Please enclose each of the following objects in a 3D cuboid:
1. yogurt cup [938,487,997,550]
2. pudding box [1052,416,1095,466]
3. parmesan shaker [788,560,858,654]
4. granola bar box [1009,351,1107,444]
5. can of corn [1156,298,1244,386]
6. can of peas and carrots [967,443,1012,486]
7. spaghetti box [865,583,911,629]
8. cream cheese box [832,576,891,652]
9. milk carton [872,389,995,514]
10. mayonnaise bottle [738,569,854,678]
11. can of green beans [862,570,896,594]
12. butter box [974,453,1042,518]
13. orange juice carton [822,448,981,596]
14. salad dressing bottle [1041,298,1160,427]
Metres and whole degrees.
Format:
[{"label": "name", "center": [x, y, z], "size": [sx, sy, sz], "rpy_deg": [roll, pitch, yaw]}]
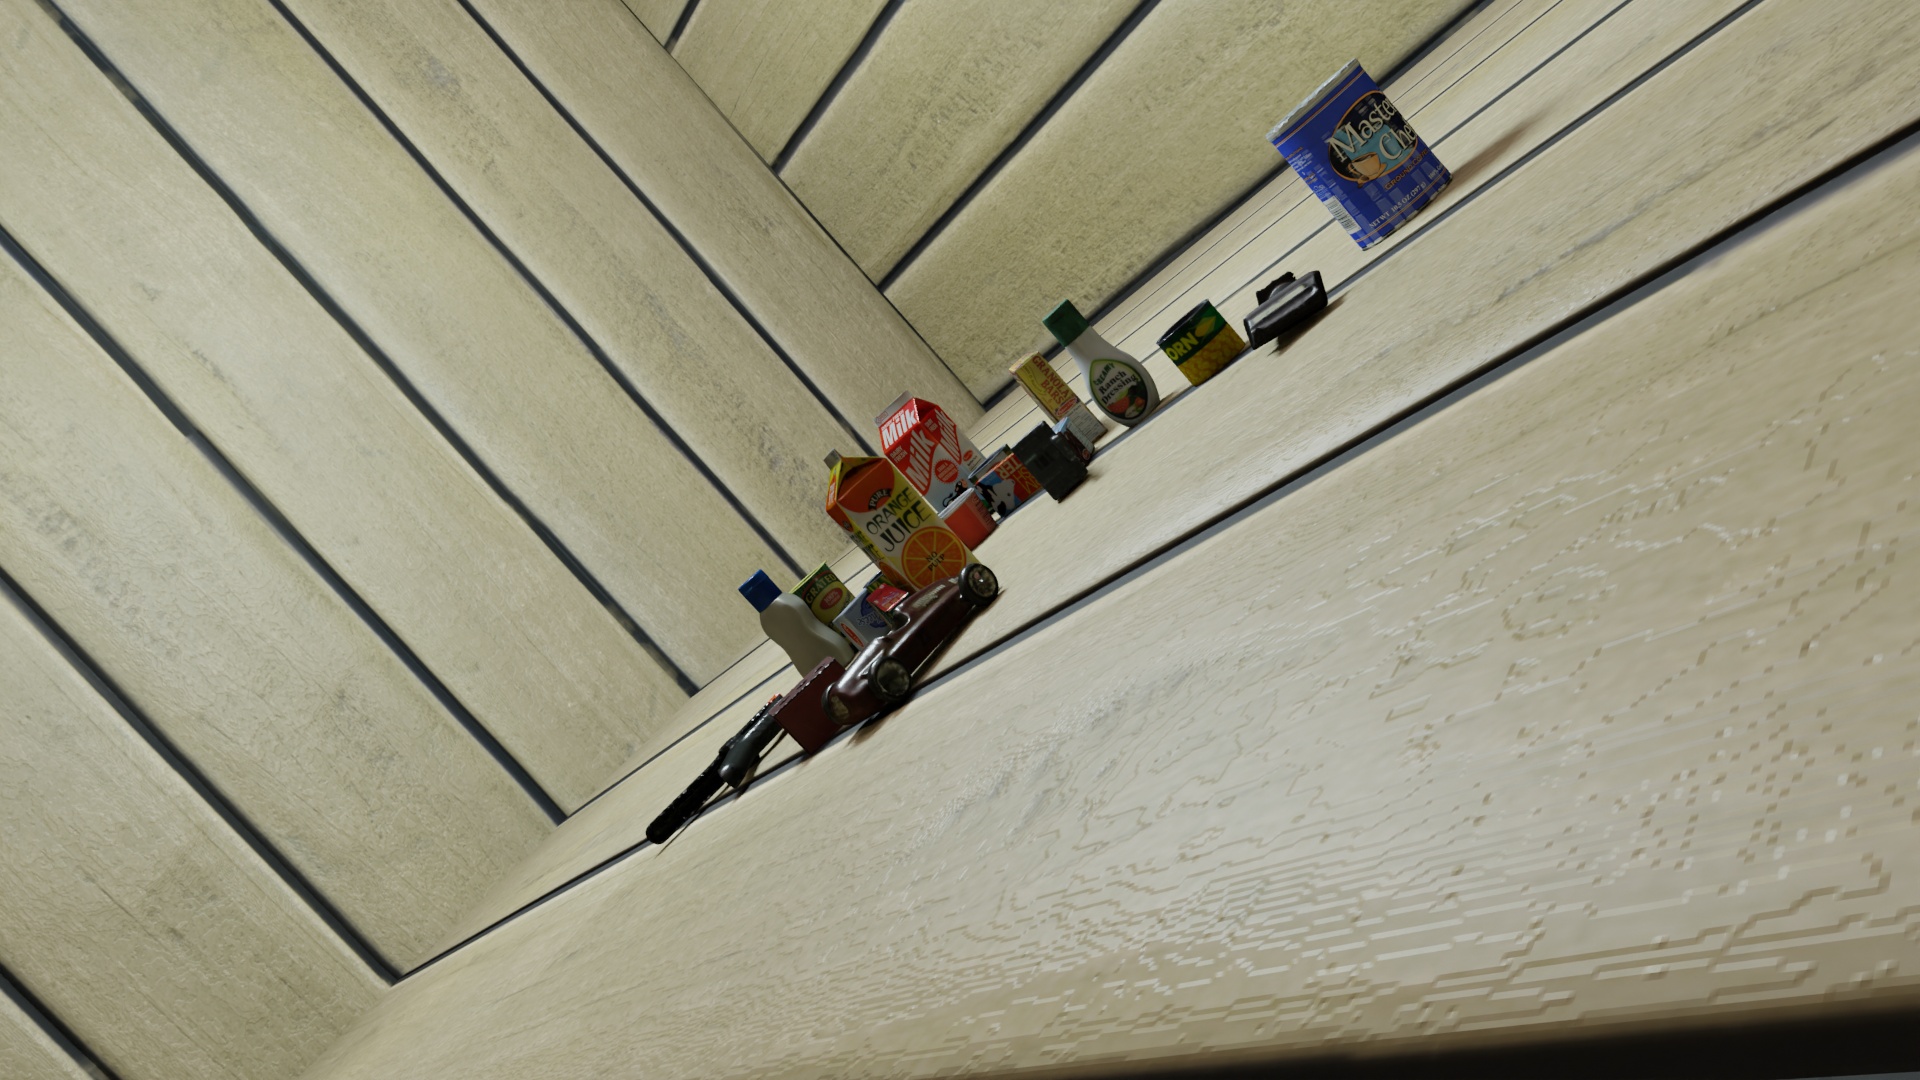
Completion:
[{"label": "yogurt cup", "center": [0.006, -0.020, 1.629], "size": [0.072, 0.054, 0.072], "rpy_deg": [-41, 6, 5]}, {"label": "pudding box", "center": [0.117, -0.102, 1.514], "size": [0.030, 0.049, 0.084], "rpy_deg": [-40, 6, 19]}, {"label": "parmesan shaker", "center": [-0.149, 0.083, 1.639], "size": [0.071, 0.103, 0.071], "rpy_deg": [-42, 5, 5]}, {"label": "granola bar box", "center": [0.114, -0.169, 1.661], "size": [0.039, 0.124, 0.166], "rpy_deg": [-42, 6, 5]}, {"label": "can of corn", "center": [0.234, -0.192, 1.359], "size": [0.071, 0.058, 0.071], "rpy_deg": [-41, 6, 5]}, {"label": "can of peas and carrots", "center": [0.052, -0.078, 1.725], "size": [0.071, 0.058, 0.071], "rpy_deg": [-41, 6, 5]}, {"label": "spaghetti box", "center": [-0.060, 0.073, 1.384], "size": [0.029, 0.050, 0.250], "rpy_deg": [-43, 6, -6]}, {"label": "cream cheese box", "center": [-0.096, 0.080, 1.560], "size": [0.024, 0.053, 0.104], "rpy_deg": [-38, 7, 39]}, {"label": "milk carton", "center": [-0.028, -0.104, 1.794], "size": [0.072, 0.190, 0.074], "rpy_deg": [-39, 6, 30]}, {"label": "mayonnaise bottle", "center": [-0.192, 0.098, 1.595], "size": [0.064, 0.148, 0.041], "rpy_deg": [-40, 6, 21]}, {"label": "can of green beans", "center": [-0.063, 0.051, 1.538], "size": [0.071, 0.058, 0.071], "rpy_deg": [-41, 6, 5]}, {"label": "butter box", "center": [0.070, -0.076, 1.620], "size": [0.103, 0.053, 0.024], "rpy_deg": [-39, 6, 30]}, {"label": "orange juice carton", "center": [-0.074, -0.019, 1.450], "size": [0.073, 0.192, 0.071], "rpy_deg": [-43, 6, -15]}, {"label": "salad dressing bottle", "center": [0.146, -0.187, 1.461], "size": [0.064, 0.147, 0.044], "rpy_deg": [-40, 6, 21]}]
